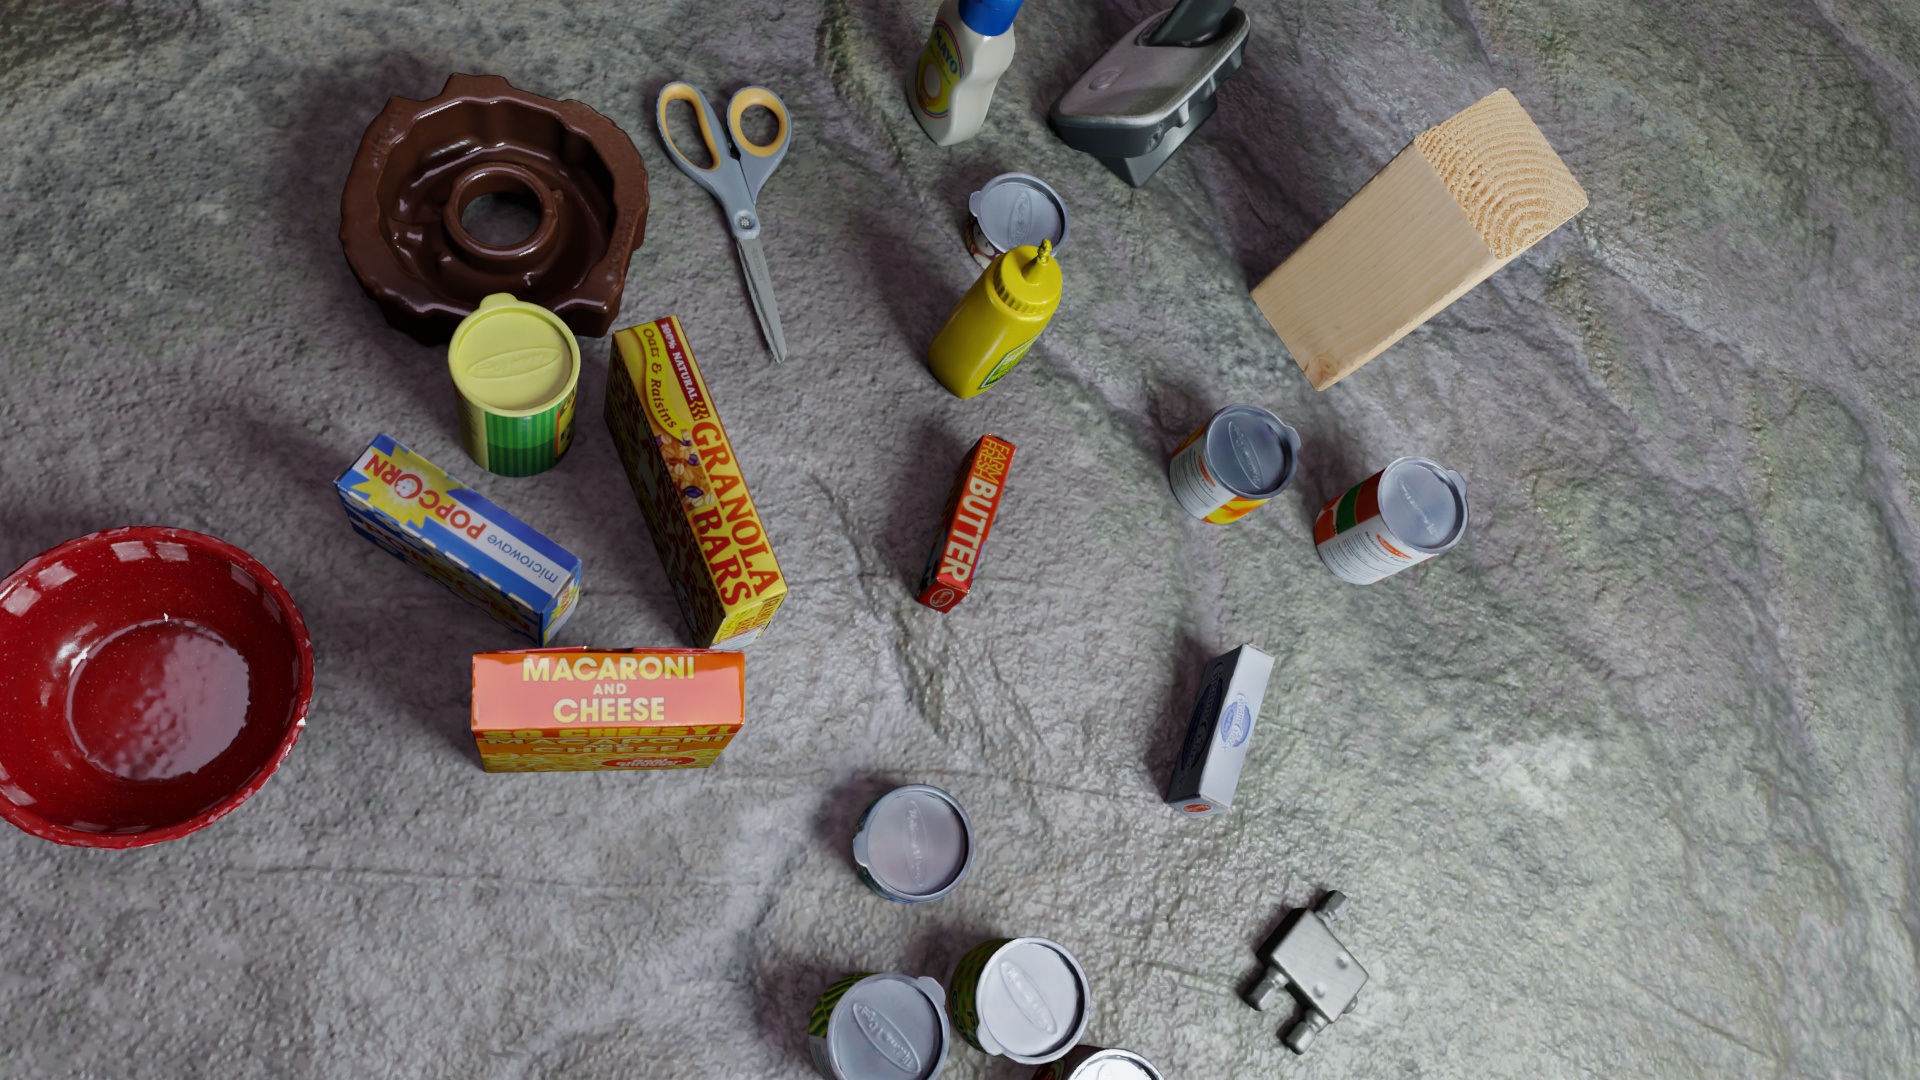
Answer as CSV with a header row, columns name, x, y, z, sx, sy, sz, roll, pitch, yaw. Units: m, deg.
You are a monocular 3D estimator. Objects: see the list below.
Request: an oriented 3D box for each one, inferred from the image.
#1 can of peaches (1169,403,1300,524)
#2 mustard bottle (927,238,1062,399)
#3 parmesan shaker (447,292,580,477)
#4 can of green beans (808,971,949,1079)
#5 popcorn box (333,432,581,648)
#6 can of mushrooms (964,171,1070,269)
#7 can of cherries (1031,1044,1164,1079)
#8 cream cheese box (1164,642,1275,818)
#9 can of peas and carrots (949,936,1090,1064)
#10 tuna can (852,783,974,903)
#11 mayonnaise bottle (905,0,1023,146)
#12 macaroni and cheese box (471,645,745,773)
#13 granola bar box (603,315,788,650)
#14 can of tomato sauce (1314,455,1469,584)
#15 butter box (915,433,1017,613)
name,x,y,z,sx,sy,sz,roll,pitch,yaw
can of peaches,0.181,-0.050,0.918,0.071,0.058,0.071,5,72,-15
mustard bottle,0.027,-0.138,0.844,0.065,0.159,0.049,-41,88,-23
parmesan shaker,-0.249,-0.084,0.777,0.071,0.102,0.071,5,72,-15
can of green beans,-0.045,0.268,0.752,0.071,0.057,0.071,5,72,-15
popcorn box,-0.269,0.003,0.753,0.127,0.085,0.038,33,68,-4
can of mushrooms,0.035,-0.213,0.939,0.071,0.033,0.071,5,72,-15
can of cherries,0.074,0.316,0.772,0.071,0.058,0.071,5,72,-15
cream cheese box,0.160,0.118,0.862,0.024,0.053,0.104,25,68,-8
can of peas and carrots,0.030,0.258,0.777,0.071,0.058,0.071,5,72,-15
tuna can,-0.030,0.175,0.799,0.071,0.032,0.071,5,72,-15
mayonnaise bottle,0.005,-0.320,0.901,0.041,0.147,0.065,-23,81,-21
macaroni and cheese box,-0.182,0.089,0.708,0.124,0.166,0.040,1,74,-16
granola bar box,-0.151,-0.025,0.776,0.039,0.123,0.165,-20,80,-21
can of tomato sauce,0.286,-0.013,0.924,0.071,0.083,0.071,5,72,-15
butter box,0.003,-0.011,0.856,0.024,0.053,0.104,22,69,-9
